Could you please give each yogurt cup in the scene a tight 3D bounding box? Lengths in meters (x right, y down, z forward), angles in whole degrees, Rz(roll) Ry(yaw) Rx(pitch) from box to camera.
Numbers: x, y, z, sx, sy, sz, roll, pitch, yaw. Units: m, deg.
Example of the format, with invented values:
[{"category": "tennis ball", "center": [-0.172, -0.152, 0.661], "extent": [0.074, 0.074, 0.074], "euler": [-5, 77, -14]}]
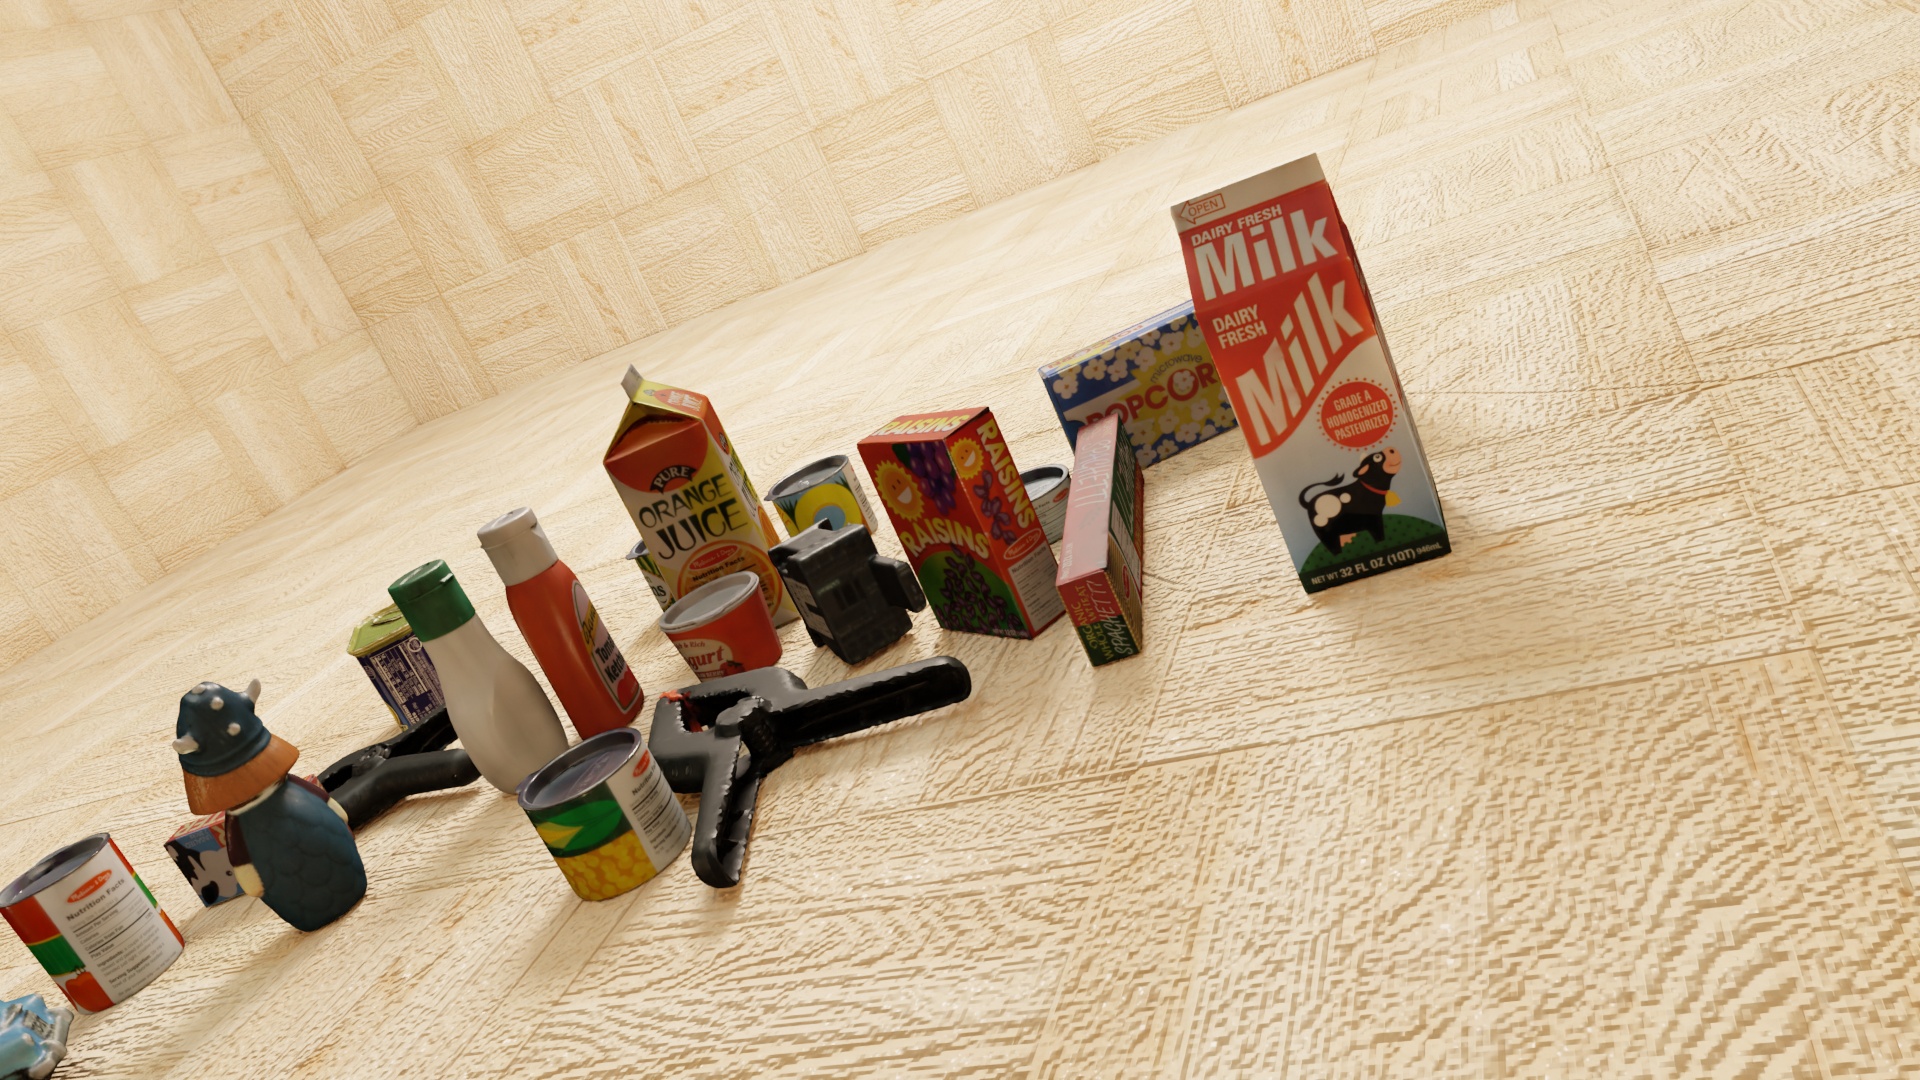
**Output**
[{"category": "yogurt cup", "center": [-0.148, 0.059, 0.875], "extent": [0.072, 0.053, 0.072], "euler": [-22, 18, 8]}]

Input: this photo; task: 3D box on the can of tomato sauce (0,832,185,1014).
[{"category": "can of tomato sauce", "center": [-0.516, 0.227, 0.825], "extent": [0.071, 0.083, 0.071], "euler": [-22, 18, 8]}]

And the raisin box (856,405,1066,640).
[{"category": "raisin box", "center": [0.003, -0.010, 0.765], "extent": [0.040, 0.123, 0.086], "euler": [-36, 21, -30]}]

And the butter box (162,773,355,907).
[{"category": "butter box", "center": [-0.444, 0.191, 0.882], "extent": [0.103, 0.053, 0.024], "euler": [-22, 18, 8]}]

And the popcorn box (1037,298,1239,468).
[{"category": "popcorn box", "center": [0.125, -0.099, 0.918], "extent": [0.127, 0.085, 0.038], "euler": [-24, 18, 0]}]

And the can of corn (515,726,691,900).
[{"category": "can of corn", "center": [-0.178, 0.136, 0.692], "extent": [0.071, 0.058, 0.071], "euler": [-22, 18, 8]}]

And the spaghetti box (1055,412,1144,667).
[{"category": "spaghetti box", "center": [0.082, -0.010, 0.783], "extent": [0.028, 0.050, 0.251], "euler": [-20, 19, 15]}]

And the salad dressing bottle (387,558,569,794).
[{"category": "salad dressing bottle", "center": [-0.292, 0.082, 0.841], "extent": [0.044, 0.147, 0.064], "euler": [-18, 19, 20]}]

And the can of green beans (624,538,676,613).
[{"category": "can of green beans", "center": [-0.207, 0.019, 1.052], "extent": [0.071, 0.057, 0.071], "euler": [-22, 18, 8]}]

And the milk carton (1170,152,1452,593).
[{"category": "milk carton", "center": [0.164, -0.080, 0.651], "extent": [0.072, 0.190, 0.074], "euler": [-18, 19, 20]}]

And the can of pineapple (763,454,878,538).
[{"category": "can of pineapple", "center": [-0.104, -0.023, 1.039], "extent": [0.071, 0.057, 0.071], "euler": [-22, 18, 8]}]

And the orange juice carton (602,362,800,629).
[{"category": "orange juice carton", "center": [-0.179, -0.027, 0.929], "extent": [0.073, 0.192, 0.072], "euler": [-24, 18, 1]}]

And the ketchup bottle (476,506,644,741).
[{"category": "ketchup bottle", "center": [-0.253, 0.051, 0.876], "extent": [0.043, 0.148, 0.065], "euler": [-23, 18, 6]}]

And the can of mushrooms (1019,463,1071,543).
[{"category": "can of mushrooms", "center": [0.043, -0.020, 0.887], "extent": [0.071, 0.033, 0.071], "euler": [-22, 18, 8]}]
